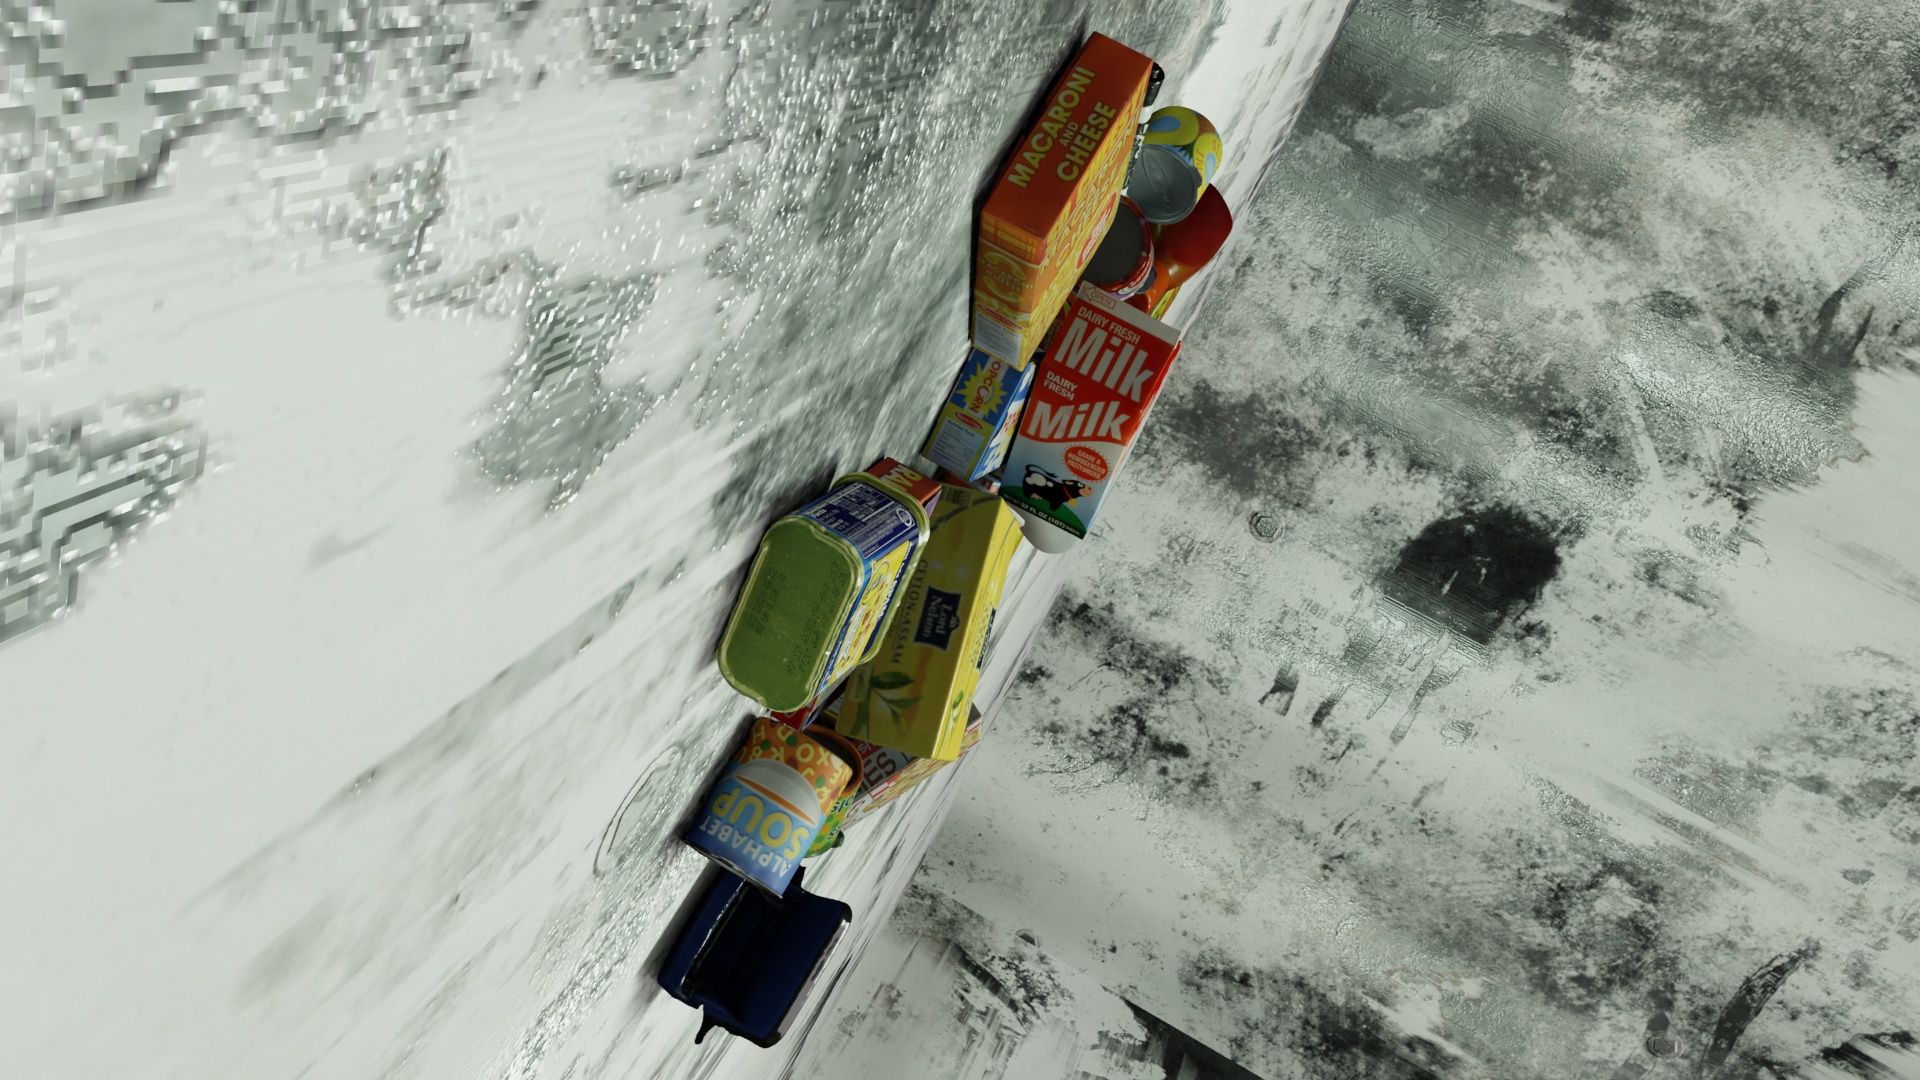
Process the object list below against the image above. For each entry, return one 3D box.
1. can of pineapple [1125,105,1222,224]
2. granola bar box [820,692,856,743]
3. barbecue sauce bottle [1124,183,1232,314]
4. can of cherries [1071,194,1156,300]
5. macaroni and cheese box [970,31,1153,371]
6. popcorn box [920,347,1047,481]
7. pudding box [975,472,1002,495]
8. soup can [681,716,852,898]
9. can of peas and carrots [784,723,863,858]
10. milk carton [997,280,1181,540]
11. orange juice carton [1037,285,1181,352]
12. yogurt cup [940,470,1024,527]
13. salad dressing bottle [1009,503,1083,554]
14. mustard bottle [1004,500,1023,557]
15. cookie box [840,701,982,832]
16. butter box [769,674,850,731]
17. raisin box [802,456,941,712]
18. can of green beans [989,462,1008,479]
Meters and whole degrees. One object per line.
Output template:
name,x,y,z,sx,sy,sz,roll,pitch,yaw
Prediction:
can of pineapple,0.153,-0.273,1.011,0.058,0.071,0.070,-57,171,-35
granola bar box,-0.057,0.098,1.063,0.124,0.039,0.165,-60,172,-16
barbecue sauce bottle,0.155,-0.219,1.045,0.043,0.065,0.149,-25,-159,47
can of cherries,0.097,-0.193,0.920,0.071,0.071,0.058,-62,172,4
macaroni and cheese box,0.052,-0.183,0.778,0.124,0.040,0.166,-60,173,-15
popcorn box,0.022,-0.090,0.923,0.085,0.038,0.127,-62,173,14
pudding box,0.009,-0.030,1.078,0.049,0.030,0.084,-63,173,5
soup can,-0.110,0.153,0.801,0.084,0.071,0.071,-60,172,-18
can of peas and carrots,-0.099,0.160,0.889,0.058,0.071,0.071,-66,171,29
milk carton,0.088,-0.091,0.926,0.074,0.072,0.189,-57,172,-34
orange juice carton,0.117,-0.183,1.086,0.194,0.073,0.071,-54,171,-41
yogurt cup,0.004,-0.012,0.986,0.054,0.072,0.072,-53,172,-2
salad dressing bottle,0.062,-0.055,1.076,0.044,0.064,0.147,-72,153,-43
mustard bottle,0.038,-0.022,1.233,0.160,0.049,0.065,-62,176,6
cookie box,-0.063,0.171,1.022,0.168,0.040,0.122,-32,166,-9
butter box,-0.083,0.078,0.877,0.053,0.024,0.104,-65,172,17
raisin box,-0.061,0.023,0.772,0.123,0.040,0.086,-66,171,23
can of green beans,0.058,-0.068,1.160,0.071,0.058,0.071,-60,172,-13
